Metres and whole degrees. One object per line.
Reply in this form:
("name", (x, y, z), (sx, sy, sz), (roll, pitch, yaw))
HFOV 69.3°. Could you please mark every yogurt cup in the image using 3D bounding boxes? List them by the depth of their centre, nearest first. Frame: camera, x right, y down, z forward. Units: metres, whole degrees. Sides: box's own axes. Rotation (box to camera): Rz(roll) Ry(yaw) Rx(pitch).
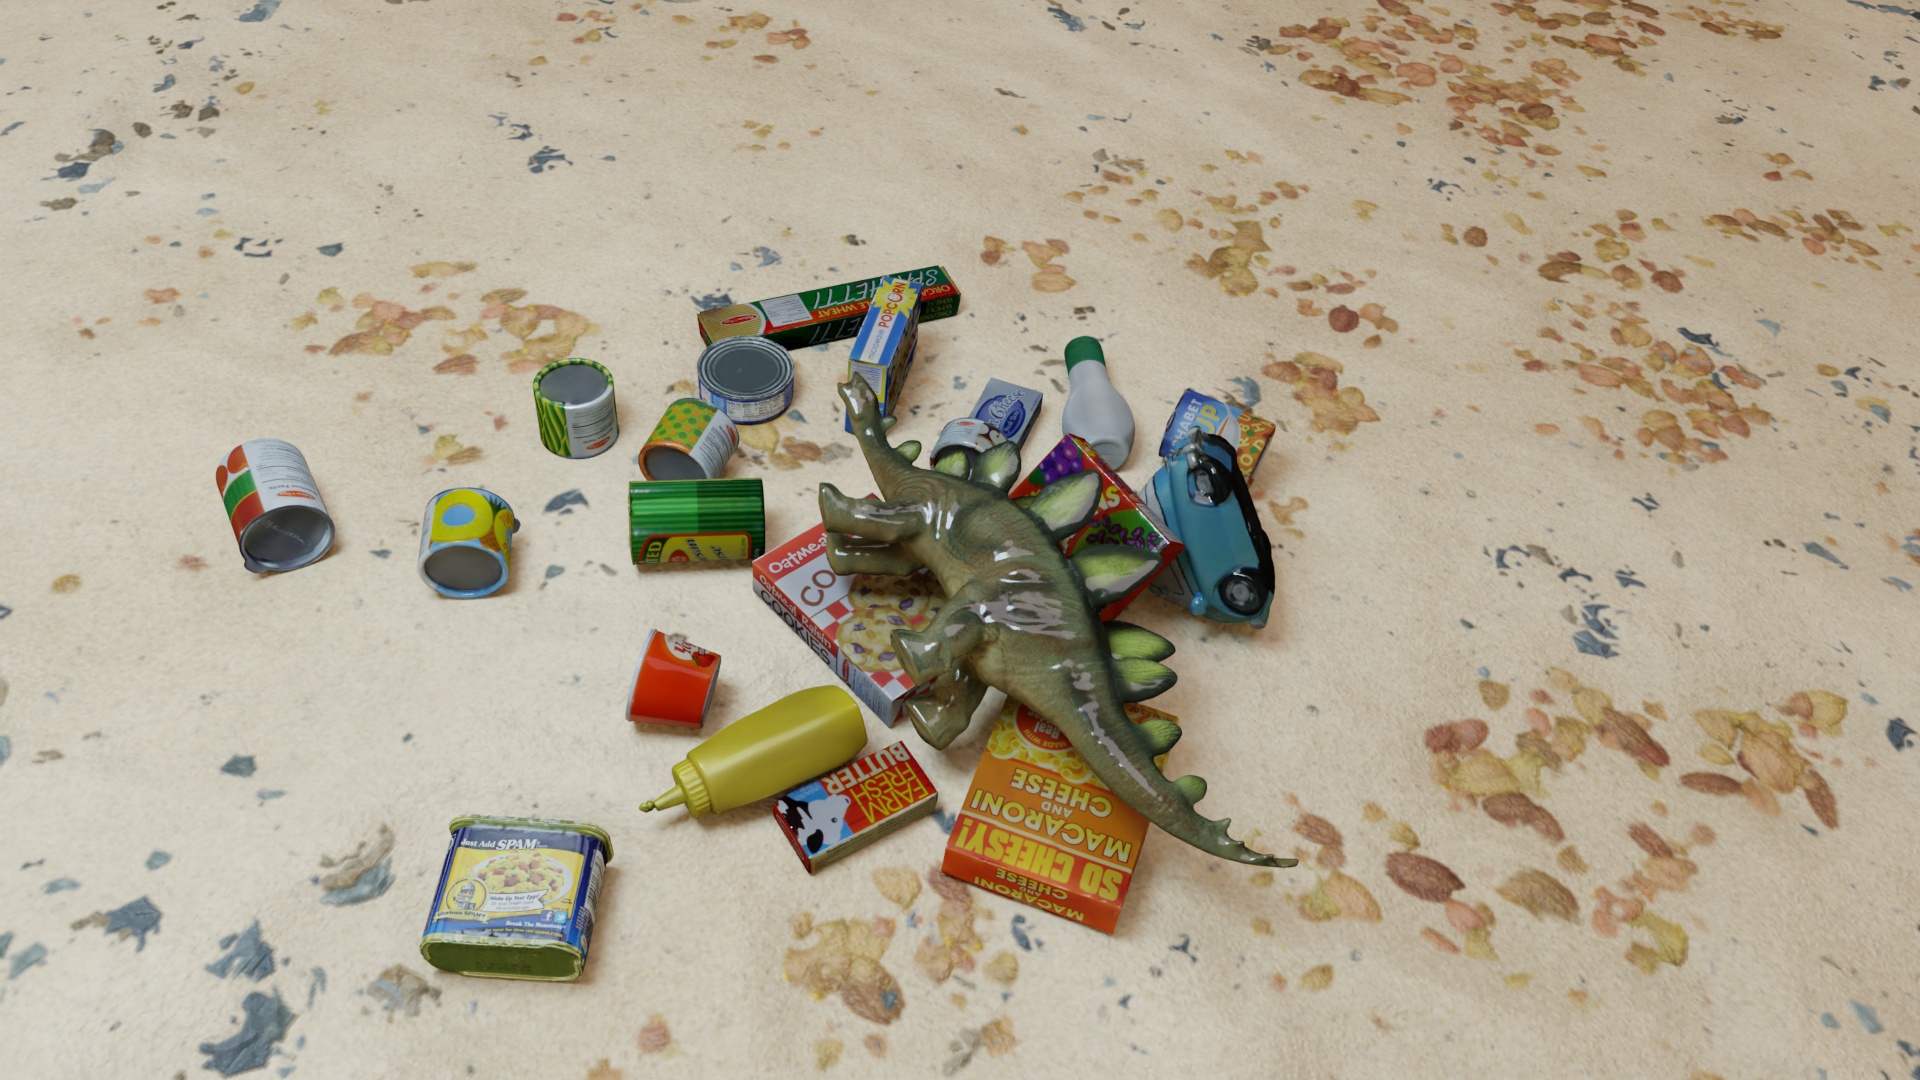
("yogurt cup", (-0.203, 0.101, 0.987), (0.054, 0.072, 0.073), (15, 46, -5))

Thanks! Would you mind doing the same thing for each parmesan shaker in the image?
("parmesan shaker", (-0.206, -0.017, 1.090), (0.103, 0.071, 0.071), (-2, 47, -10))

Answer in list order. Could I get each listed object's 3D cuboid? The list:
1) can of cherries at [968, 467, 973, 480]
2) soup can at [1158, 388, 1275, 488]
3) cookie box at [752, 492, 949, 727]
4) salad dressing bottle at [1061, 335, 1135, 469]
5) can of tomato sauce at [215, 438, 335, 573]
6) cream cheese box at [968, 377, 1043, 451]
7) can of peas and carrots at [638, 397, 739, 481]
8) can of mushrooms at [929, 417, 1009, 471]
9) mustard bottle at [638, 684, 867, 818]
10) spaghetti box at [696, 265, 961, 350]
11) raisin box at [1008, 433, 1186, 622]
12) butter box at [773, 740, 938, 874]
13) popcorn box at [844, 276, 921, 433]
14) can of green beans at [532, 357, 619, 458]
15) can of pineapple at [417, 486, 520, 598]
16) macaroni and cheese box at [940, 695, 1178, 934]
("can of cherries", (0.004, -0.014, 1.124), (0.071, 0.071, 0.059), (-4, 49, -11))
("soup can", (0.225, -0.088, 1.218), (0.084, 0.071, 0.072), (24, 49, 14))
("cookie box", (-0.062, 0.049, 1.071), (0.123, 0.040, 0.168), (-32, 59, -31))
("salad dressing bottle", (0.120, -0.127, 1.259), (0.064, 0.043, 0.148), (0, 46, -5))
("can of tomato sauce", (-0.525, -0.026, 1.061), (0.071, 0.070, 0.083), (-21, 53, -25))
("cream cheese box", (0.033, -0.100, 1.234), (0.053, 0.024, 0.104), (18, 47, 11))
("can of peas and carrots", (-0.226, -0.074, 1.147), (0.071, 0.070, 0.059), (15, 47, 7))
("can of mushrooms", (0.010, -0.067, 1.173), (0.071, 0.070, 0.034), (18, 47, 9))
("mustard bottle", (-0.145, 0.151, 0.952), (0.161, 0.048, 0.065), (-23, 22, -22))
("spaghetti box", (-0.121, -0.216, 1.318), (0.251, 0.028, 0.050), (-15, 51, -21))
("raisin box", (0.100, -0.010, 1.068), (0.123, 0.086, 0.040), (49, 17, 24))
("butter box", (-0.071, 0.182, 0.955), (0.104, 0.024, 0.053), (-23, 55, -26))
("popcorn box", (-0.069, -0.164, 1.238), (0.038, 0.084, 0.127), (12, 47, 5))
("can of green beans", (-0.324, -0.112, 1.173), (0.071, 0.057, 0.071), (4, 47, -4))
("can of pineapple", (-0.373, 0.002, 1.054), (0.071, 0.070, 0.058), (-3, 48, -10))
("macaroni and cheese box", (0.072, 0.177, 0.969), (0.124, 0.040, 0.167), (17, 47, 10))
